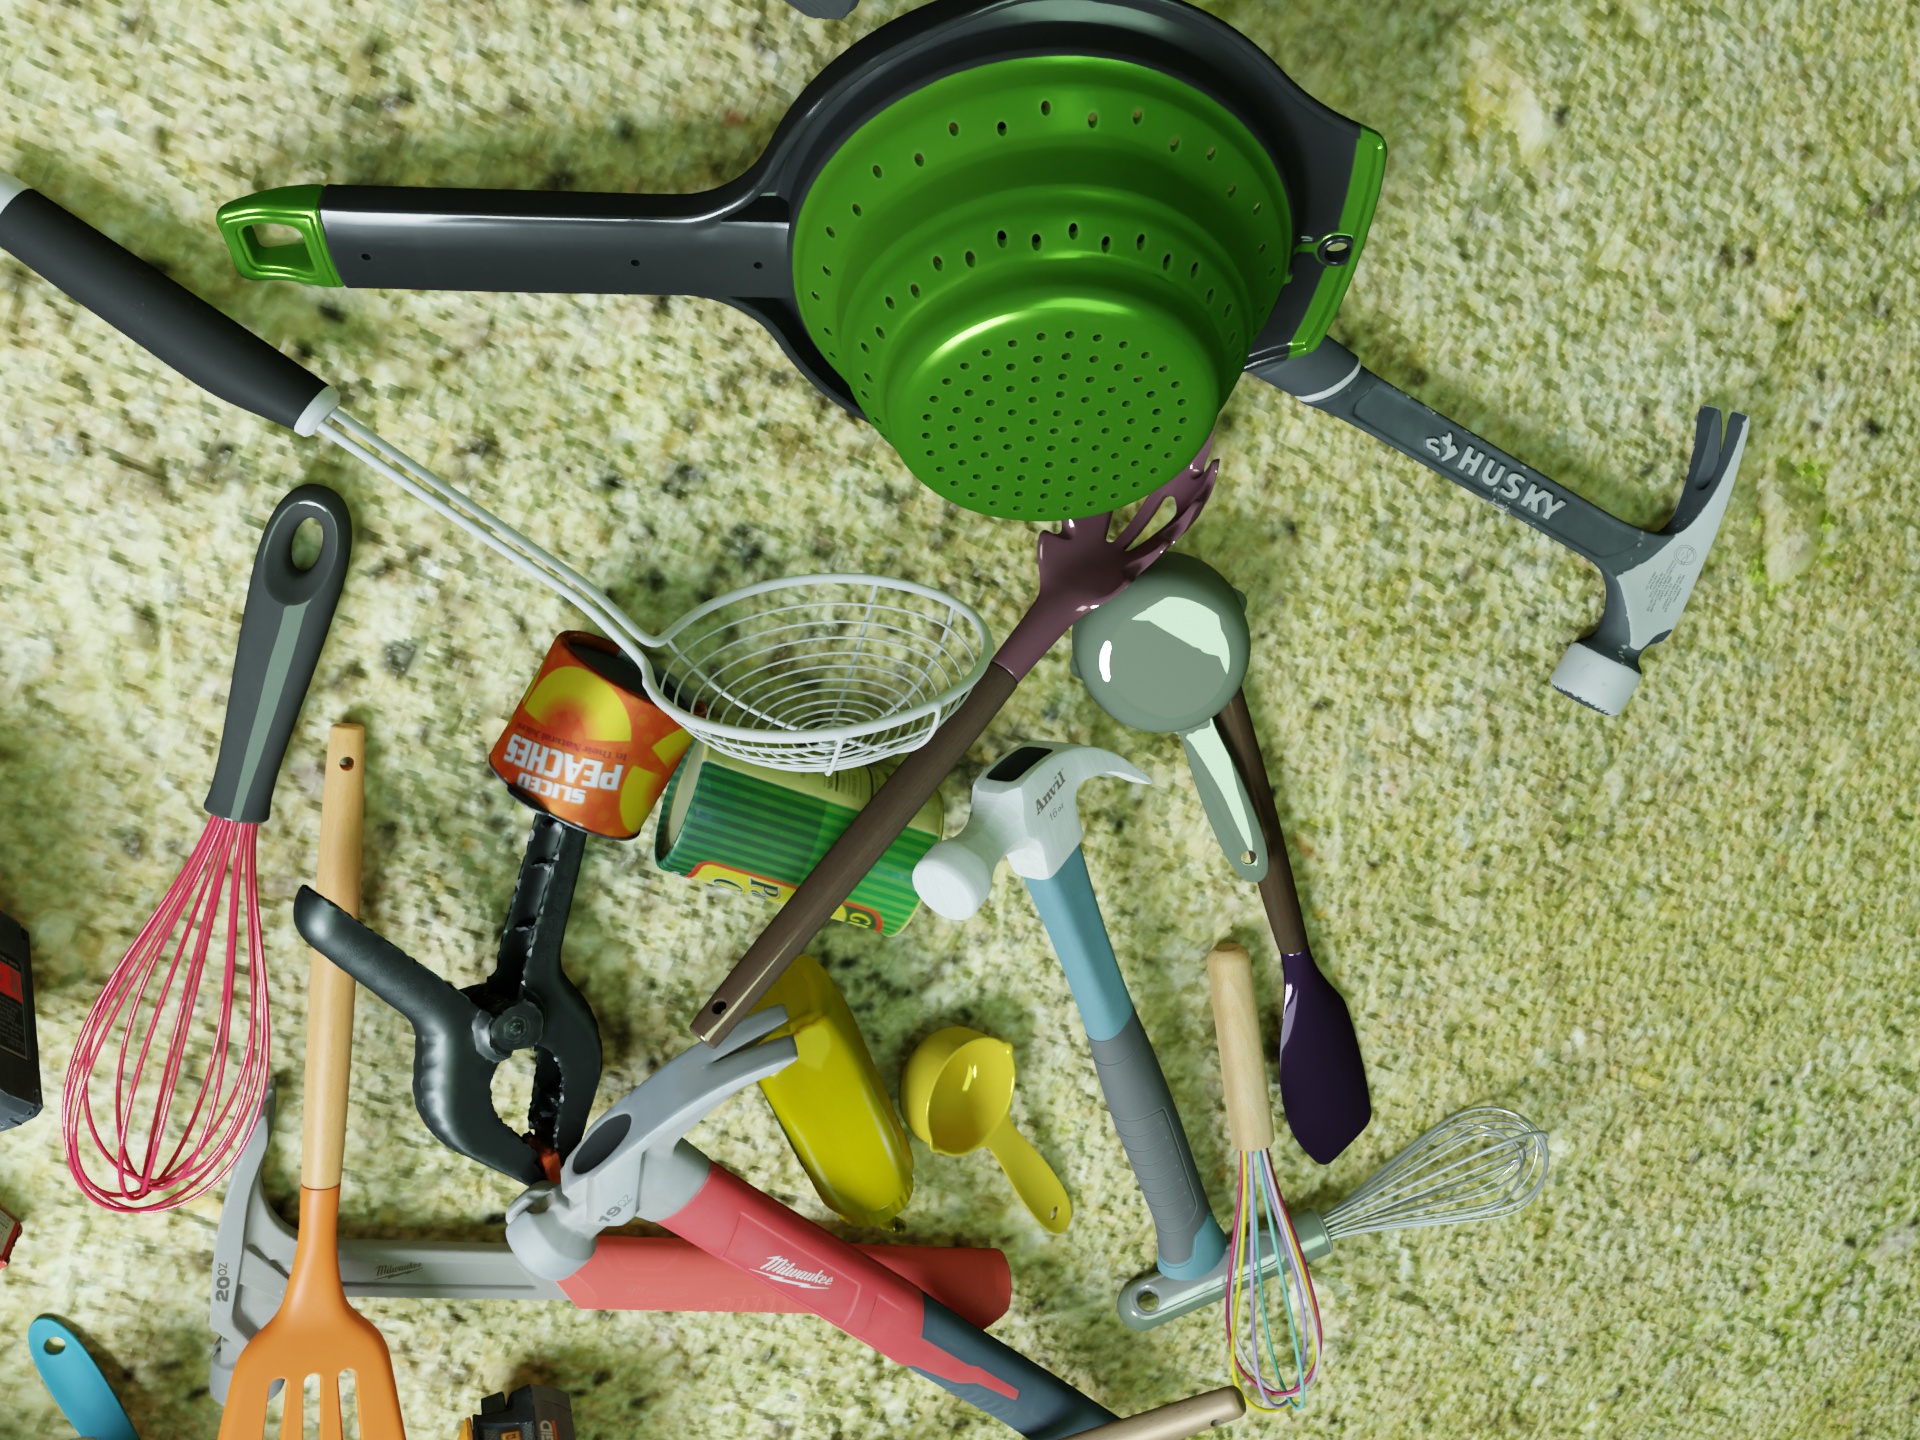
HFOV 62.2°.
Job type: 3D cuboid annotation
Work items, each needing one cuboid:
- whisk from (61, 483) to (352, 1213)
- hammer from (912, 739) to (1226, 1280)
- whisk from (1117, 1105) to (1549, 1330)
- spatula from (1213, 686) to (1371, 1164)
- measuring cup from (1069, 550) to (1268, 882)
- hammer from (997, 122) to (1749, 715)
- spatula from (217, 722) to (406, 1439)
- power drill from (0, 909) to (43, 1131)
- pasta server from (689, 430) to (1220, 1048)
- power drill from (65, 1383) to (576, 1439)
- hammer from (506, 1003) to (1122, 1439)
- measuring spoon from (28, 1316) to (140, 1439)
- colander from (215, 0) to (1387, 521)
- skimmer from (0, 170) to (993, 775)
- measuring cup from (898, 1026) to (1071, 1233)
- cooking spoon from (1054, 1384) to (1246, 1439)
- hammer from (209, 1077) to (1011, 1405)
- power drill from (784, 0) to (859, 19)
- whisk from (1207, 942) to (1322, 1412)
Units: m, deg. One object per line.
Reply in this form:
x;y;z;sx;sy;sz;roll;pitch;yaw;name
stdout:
-0.279;0.053;0.605;0.073;0.073;0.296;15;99;-21;whisk
0.071;0.148;0.734;0.128;0.033;0.330;-49;131;-36;hammer
0.197;0.265;0.836;0.246;0.058;0.059;-21;148;-4;whisk
0.153;0.089;0.767;0.060;0.018;0.315;-33;117;-29;spatula
0.105;0.007;0.696;0.083;0.038;0.167;-22;108;8;measuring cup
0.175;-0.141;0.679;0.408;0.036;0.149;24;101;-23;hammer
-0.250;0.162;0.628;0.081;0.041;0.322;3;97;-25;spatula
-0.448;0.117;0.533;0.219;0.143;0.079;-13;69;-12;power drill
-0.001;-0.002;0.627;0.316;0.060;0.040;-50;155;-15;pasta server
-0.279;0.359;0.688;0.226;0.084;0.185;-6;122;-19;power drill
-0.013;0.266;0.725;0.143;0.038;0.385;-40;124;9;hammer
-0.370;0.309;0.699;0.042;0.021;0.128;-25;106;-11;measuring spoon
-0.052;-0.135;0.540;0.397;0.095;0.204;0;149;-4;colander
-0.158;-0.094;0.557;0.363;0.127;0.090;34;118;-15;skimmer
0.016;0.203;0.768;0.062;0.029;0.156;-50;133;-23;measuring cup
-0.007;0.378;0.773;0.319;0.017;0.068;-27;125;18;cooking spoon
-0.145;0.245;0.728;0.359;0.037;0.149;8;108;-19;hammer
-0.011;-0.332;0.466;0.080;0.191;0.228;27;105;-23;power drill
0.145;0.230;0.784;0.047;0.051;0.245;-8;99;3;whisk
